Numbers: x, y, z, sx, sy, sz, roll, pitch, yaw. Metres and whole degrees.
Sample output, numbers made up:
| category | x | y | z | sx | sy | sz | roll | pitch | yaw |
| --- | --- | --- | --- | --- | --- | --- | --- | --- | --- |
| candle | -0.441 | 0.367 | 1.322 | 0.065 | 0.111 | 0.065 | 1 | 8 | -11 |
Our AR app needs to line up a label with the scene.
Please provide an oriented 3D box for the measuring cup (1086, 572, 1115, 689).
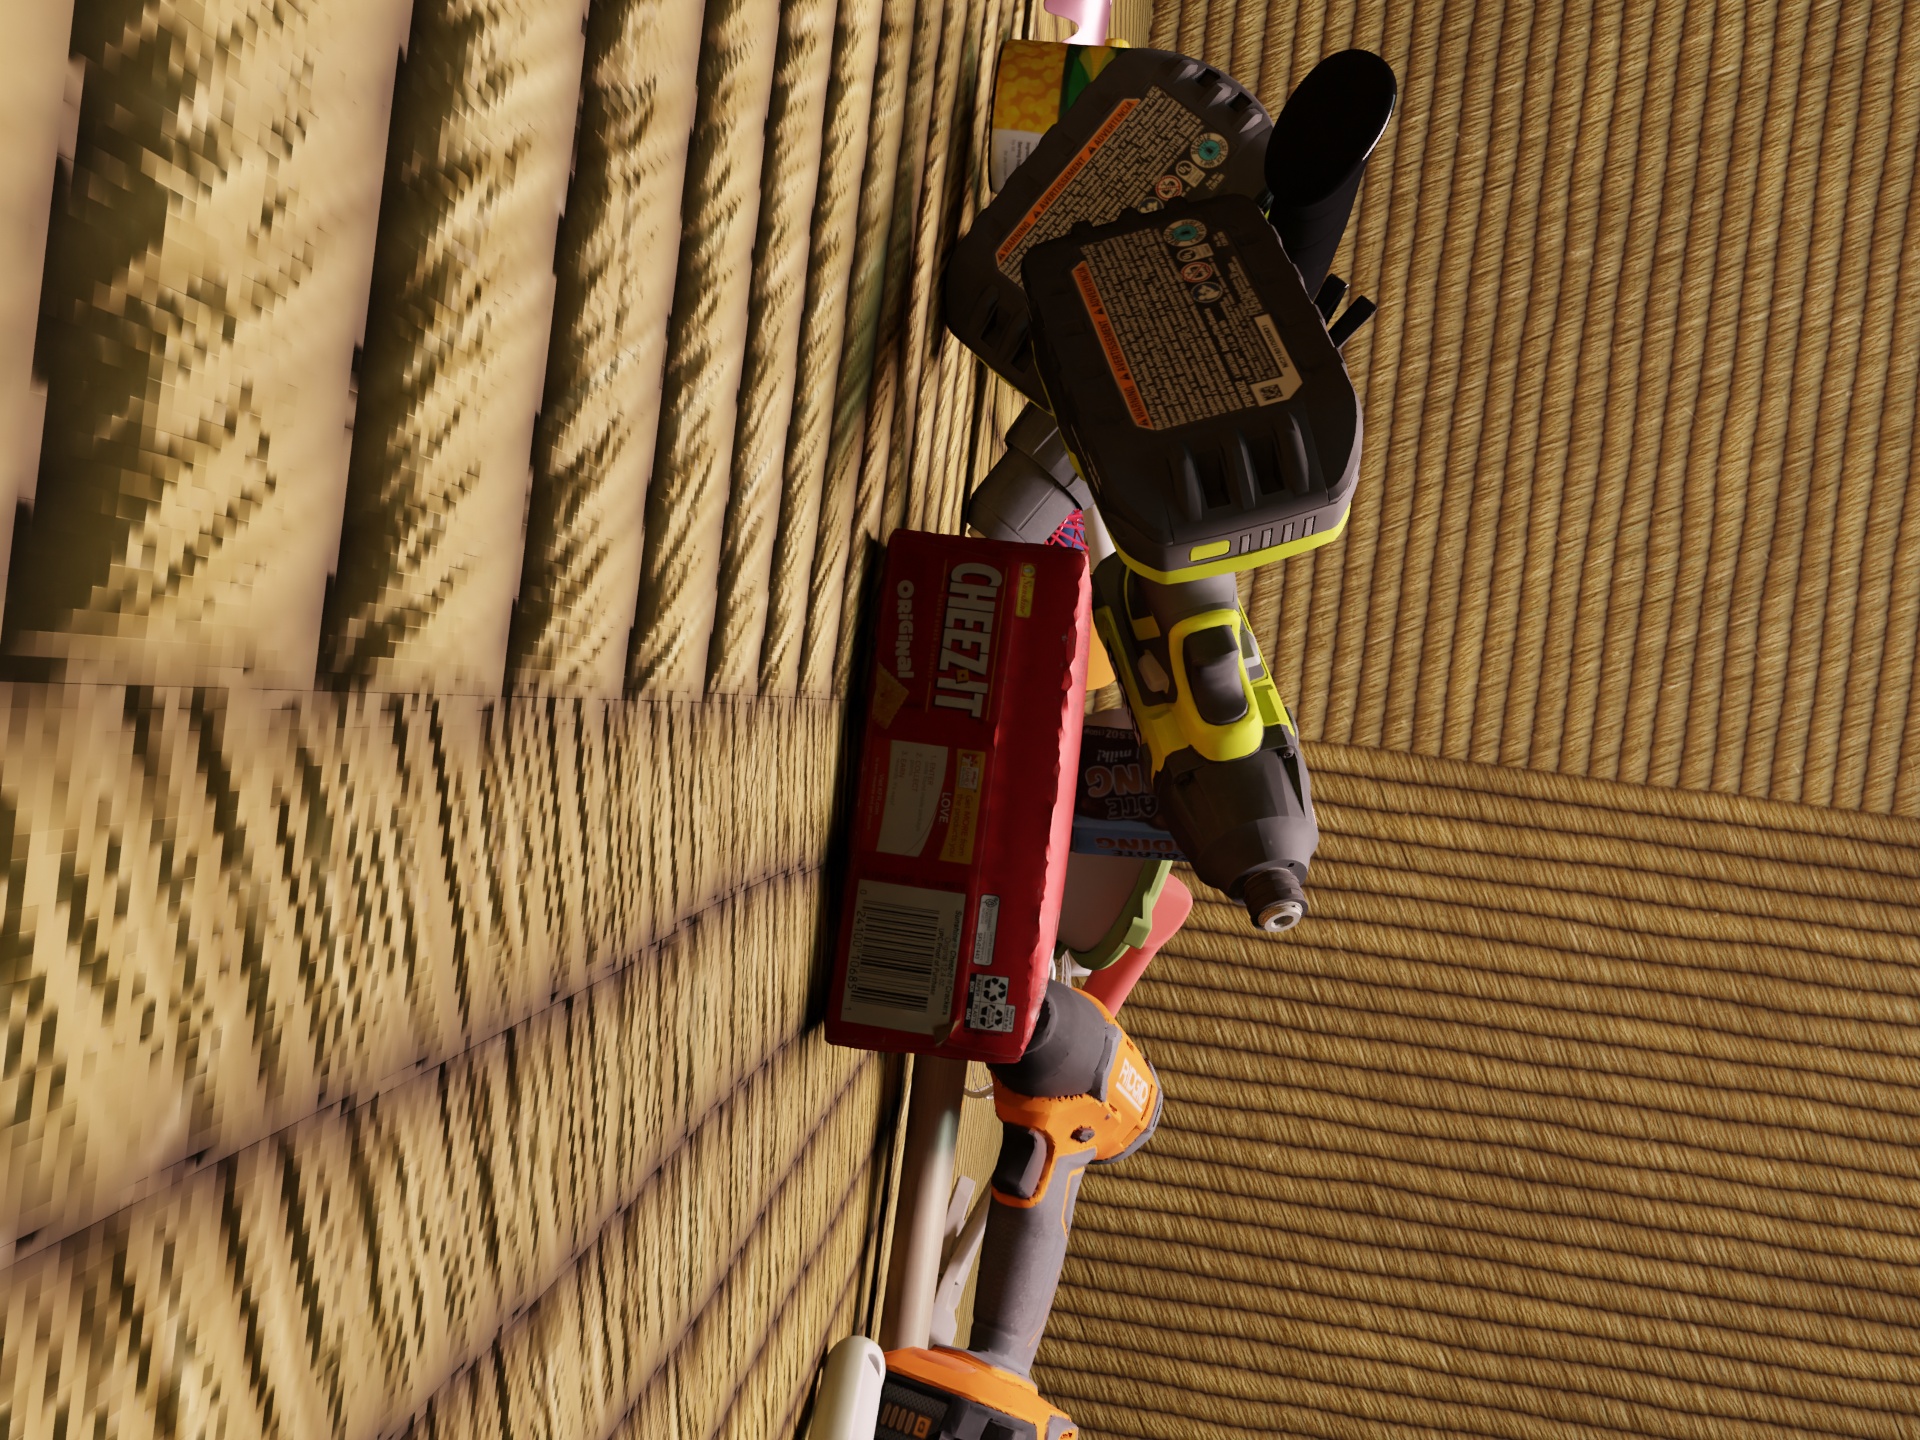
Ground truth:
| category | x | y | z | sx | sy | sz | roll | pitch | yaw |
| --- | --- | --- | --- | --- | --- | --- | --- | --- | --- |
| measuring cup | 0.072 | -0.045 | 0.796 | 0.173 | 0.095 | 0.052 | 2 | 104 | -41 |

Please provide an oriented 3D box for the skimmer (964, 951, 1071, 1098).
| category | x | y | z | sx | sy | sz | roll | pitch | yaw |
| --- | --- | --- | --- | --- | --- | --- | --- | --- | --- |
| skimmer | 0.011 | 0.102 | 0.972 | 0.362 | 0.090 | 0.127 | 77 | 14 | -45 |

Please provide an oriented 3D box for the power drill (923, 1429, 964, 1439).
| category | x | y | z | sx | sy | sz | roll | pitch | yaw |
| --- | --- | --- | --- | --- | --- | --- | --- | --- | --- |
| power drill | -0.029 | 0.354 | 0.497 | 0.143 | 0.078 | 0.220 | -54 | -176 | 28 |

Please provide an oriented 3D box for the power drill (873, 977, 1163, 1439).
| category | x | y | z | sx | sy | sz | roll | pitch | yaw |
| --- | --- | --- | --- | --- | --- | --- | --- | --- | --- |
| power drill | 0.020 | 0.228 | 0.705 | 0.164 | 0.084 | 0.227 | 55 | 49 | -55 |

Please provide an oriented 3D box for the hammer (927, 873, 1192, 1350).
| category | x | y | z | sx | sy | sz | roll | pitch | yaw |
| --- | --- | --- | --- | --- | --- | --- | --- | --- | --- |
| hammer | 0.051 | 0.225 | 0.953 | 0.149 | 0.037 | 0.359 | -61 | 175 | -59 |

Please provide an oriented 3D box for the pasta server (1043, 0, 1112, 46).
| category | x | y | z | sx | sy | sz | roll | pitch | yaw |
| --- | --- | --- | --- | --- | --- | --- | --- | --- | --- |
| pasta server | 0.045 | -0.249 | 0.803 | 0.060 | 0.040 | 0.316 | -71 | 167 | -65 |

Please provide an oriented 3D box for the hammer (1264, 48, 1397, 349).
| category | x | y | z | sx | sy | sz | roll | pitch | yaw |
| --- | --- | --- | --- | --- | --- | --- | --- | --- | --- |
| hammer | 0.138 | -0.173 | 0.661 | 0.149 | 0.036 | 0.409 | -52 | 173 | 3 |

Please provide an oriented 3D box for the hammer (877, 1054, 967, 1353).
| category | x | y | z | sx | sy | sz | roll | pitch | yaw |
| --- | --- | --- | --- | --- | --- | --- | --- | --- | --- |
| hammer | -0.025 | 0.271 | 0.781 | 0.146 | 0.038 | 0.410 | -13 | 110 | -83 |

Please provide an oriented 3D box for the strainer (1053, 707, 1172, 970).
| category | x | y | z | sx | sy | sz | roll | pitch | yaw |
| --- | --- | --- | --- | --- | --- | --- | --- | --- | --- |
| strainer | 0.077 | 0.003 | 0.858 | 0.151 | 0.069 | 0.256 | 142 | -36 | -73 |

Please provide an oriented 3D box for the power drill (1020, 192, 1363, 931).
| category | x | y | z | sx | sy | sz | roll | pitch | yaw |
| --- | --- | --- | --- | --- | --- | --- | --- | --- | --- |
| power drill | 0.083 | -0.044 | 0.542 | 0.223 | 0.080 | 0.171 | 74 | 1 | -52 |

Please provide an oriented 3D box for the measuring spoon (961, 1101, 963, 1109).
| category | x | y | z | sx | sy | sz | roll | pitch | yaw |
| --- | --- | --- | --- | --- | --- | --- | --- | --- | --- |
| measuring spoon | 0.004 | 0.229 | 1.149 | 0.021 | 0.011 | 0.117 | 84 | 14 | -68 |

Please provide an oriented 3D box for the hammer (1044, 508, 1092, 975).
| category | x | y | z | sx | sy | sz | roll | pitch | yaw |
| --- | --- | --- | --- | --- | --- | --- | --- | --- | --- |
| hammer | 0.074 | -0.017 | 1.154 | 0.144 | 0.035 | 0.406 | -30 | -124 | 59 |

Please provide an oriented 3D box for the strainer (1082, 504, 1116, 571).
| category | x | y | z | sx | sy | sz | roll | pitch | yaw |
| --- | --- | --- | --- | --- | --- | --- | --- | --- | --- |
| strainer | 0.073 | -0.159 | 0.945 | 0.087 | 0.050 | 0.258 | -24 | 104 | -65 |

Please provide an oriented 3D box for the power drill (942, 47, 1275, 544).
| category | x | y | z | sx | sy | sz | roll | pitch | yaw |
| --- | --- | --- | --- | --- | --- | --- | --- | --- | --- |
| power drill | 0.061 | -0.162 | 0.682 | 0.190 | 0.080 | 0.228 | -49 | 171 | 2 |

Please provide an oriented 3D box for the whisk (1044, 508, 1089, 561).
| category | x | y | z | sx | sy | sz | roll | pitch | yaw |
| --- | --- | --- | --- | --- | --- | --- | --- | --- | --- |
| whisk | 0.054 | -0.126 | 1.003 | 0.296 | 0.073 | 0.073 | -33 | 130 | -75 |

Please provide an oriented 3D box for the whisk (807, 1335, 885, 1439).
| category | x | y | z | sx | sy | sz | roll | pitch | yaw |
| --- | --- | --- | --- | --- | --- | --- | --- | --- | --- |
| whisk | -0.046 | 0.274 | 0.524 | 0.246 | 0.059 | 0.058 | -75 | 144 | -81 |
